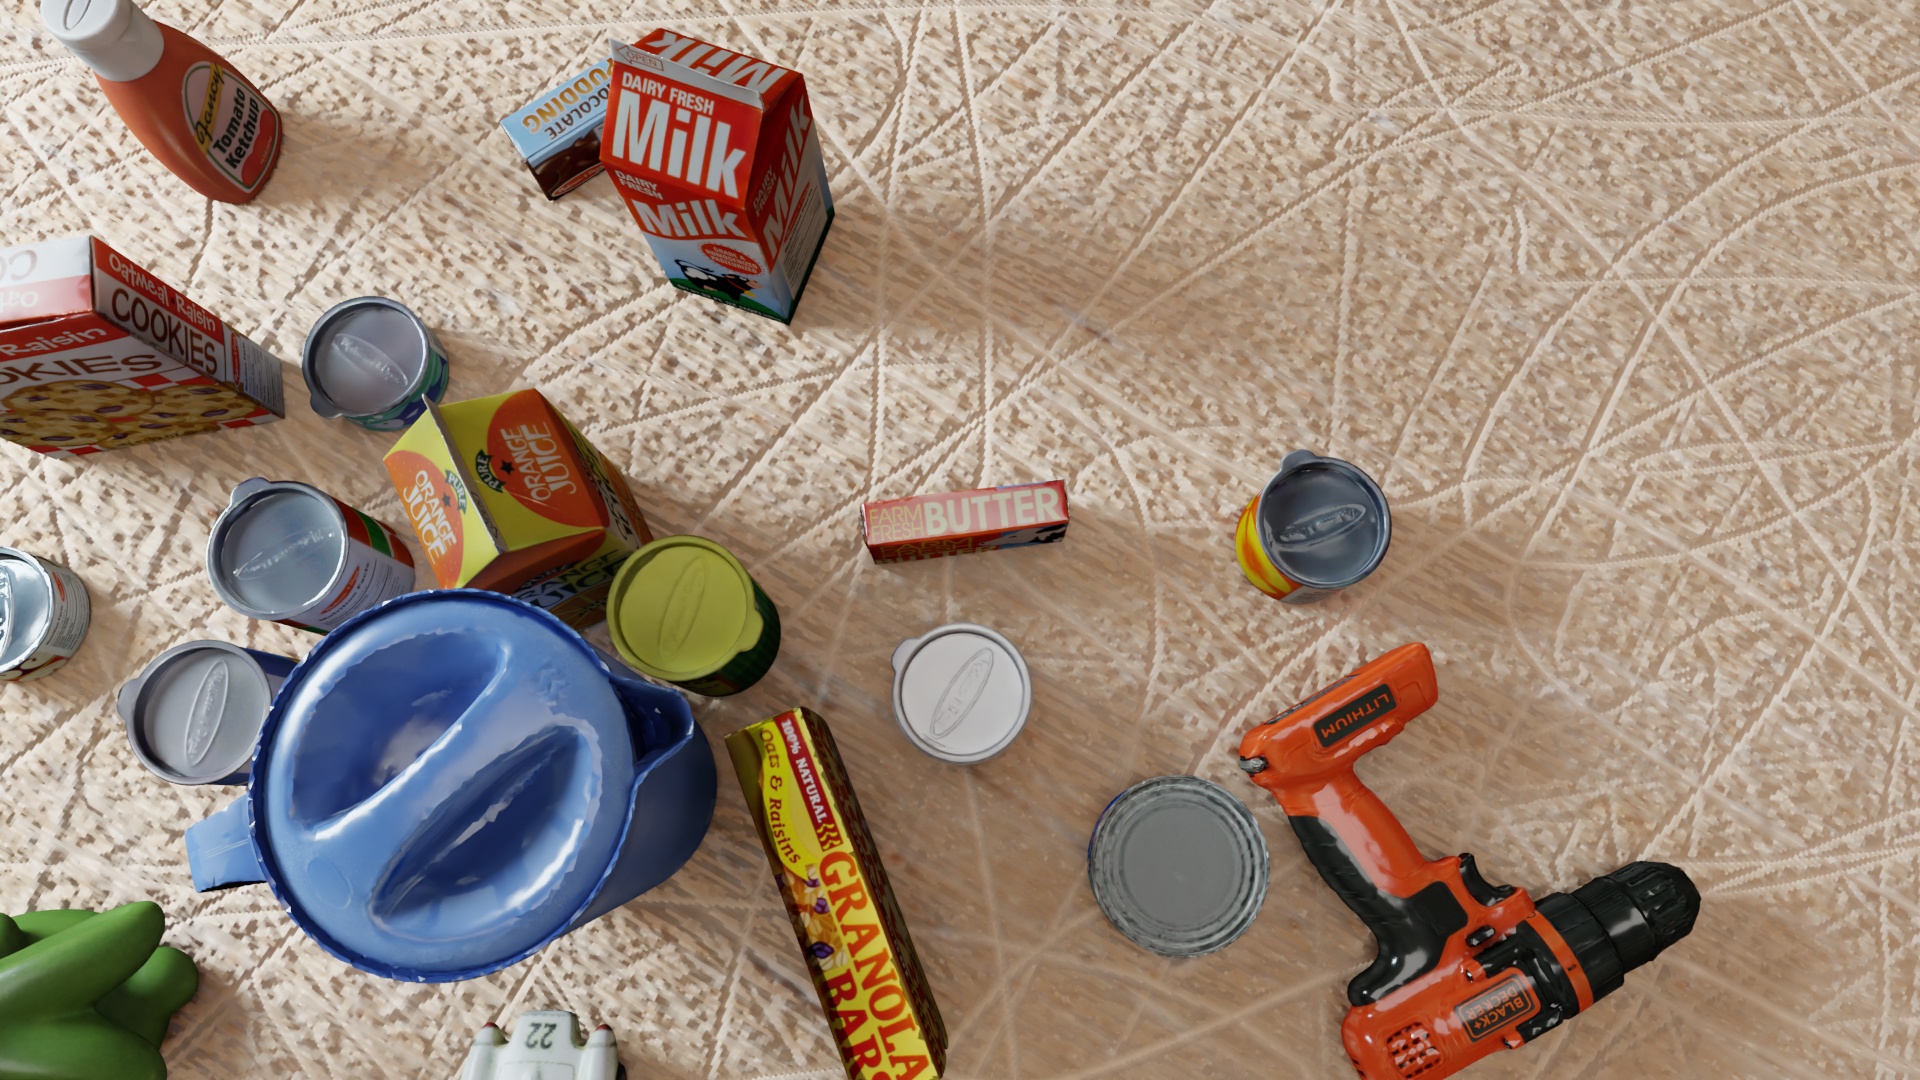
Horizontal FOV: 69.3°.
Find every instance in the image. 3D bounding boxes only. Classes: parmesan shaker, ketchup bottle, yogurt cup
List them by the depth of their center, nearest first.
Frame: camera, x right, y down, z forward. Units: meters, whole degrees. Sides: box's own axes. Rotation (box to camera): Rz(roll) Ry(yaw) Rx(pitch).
[{"bbox_3d":[-0.122,0.040,0.668,0.071,0.103,0.071,0,79,0],"label":"parmesan shaker"},{"bbox_3d":[0.001,0.077,0.685,0.072,0.054,0.072,0,78,0],"label":"yogurt cup"},{"bbox_3d":[-0.400,-0.229,0.700,0.043,0.148,0.065,13,79,3],"label":"ketchup bottle"}]

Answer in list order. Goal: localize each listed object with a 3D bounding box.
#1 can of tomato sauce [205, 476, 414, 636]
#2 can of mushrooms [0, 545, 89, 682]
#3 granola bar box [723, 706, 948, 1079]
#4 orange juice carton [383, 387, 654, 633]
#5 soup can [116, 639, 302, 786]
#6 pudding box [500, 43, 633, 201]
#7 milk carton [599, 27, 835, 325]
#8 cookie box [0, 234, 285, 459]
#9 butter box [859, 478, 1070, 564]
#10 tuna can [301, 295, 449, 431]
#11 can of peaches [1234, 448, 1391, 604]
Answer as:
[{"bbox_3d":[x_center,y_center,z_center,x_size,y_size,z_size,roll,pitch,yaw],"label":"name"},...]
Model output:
[{"bbox_3d":[-0.318,0.011,0.684,0.071,0.083,0.071,0,79,0],"label":"can of tomato sauce"},{"bbox_3d":[-0.485,0.038,0.703,0.071,0.033,0.071,0,78,0],"label":"can of mushrooms"},{"bbox_3d":[-0.053,0.162,0.631,0.039,0.124,0.166,-22,79,-4],"label":"granola bar box"},{"bbox_3d":[-0.195,-0.010,0.632,0.073,0.192,0.072,-27,80,-5],"label":"orange juice carton"},{"bbox_3d":[-0.347,0.084,0.668,0.071,0.083,0.071,0,79,0],"label":"soup can"},{"bbox_3d":[-0.200,-0.225,0.750,0.084,0.049,0.030,-35,81,-7],"label":"pudding box"},{"bbox_3d":[-0.114,-0.178,0.669,0.072,0.190,0.073,20,79,4],"label":"milk carton"},{"bbox_3d":[-0.423,-0.086,0.661,0.123,0.167,0.040,-10,79,-2],"label":"cookie box"},{"bbox_3d":[0.003,-0.009,0.704,0.103,0.053,0.024,-7,79,-1],"label":"butter box"},{"bbox_3d":[-0.308,-0.090,0.731,0.071,0.032,0.071,0,78,0],"label":"tuna can"},{"bbox_3d":[0.175,-0.006,0.701,0.071,0.058,0.071,0,78,0],"label":"can of peaches"}]
